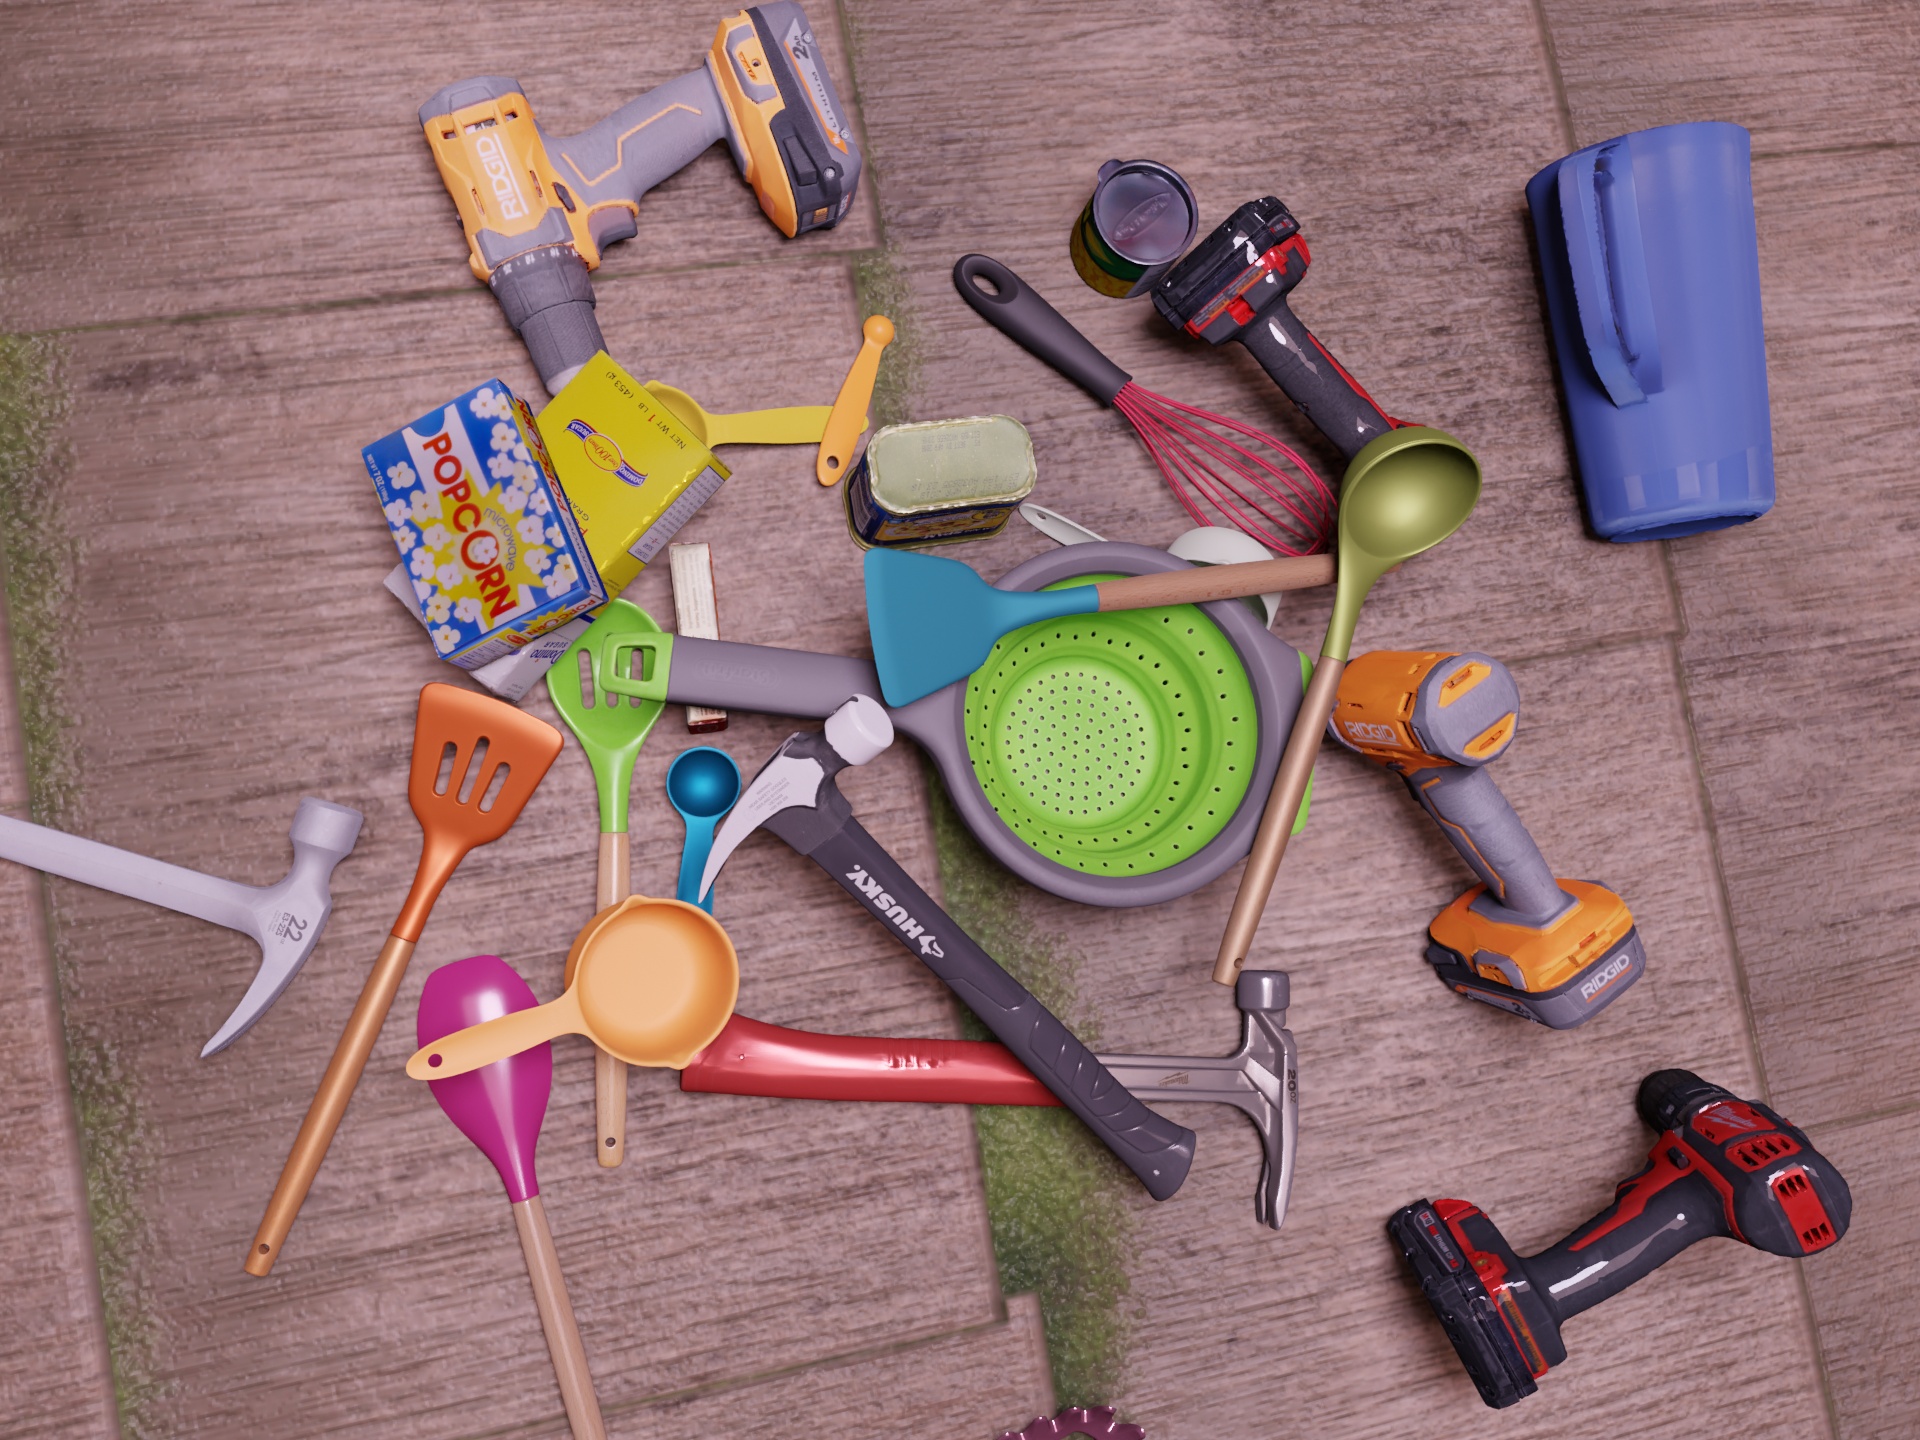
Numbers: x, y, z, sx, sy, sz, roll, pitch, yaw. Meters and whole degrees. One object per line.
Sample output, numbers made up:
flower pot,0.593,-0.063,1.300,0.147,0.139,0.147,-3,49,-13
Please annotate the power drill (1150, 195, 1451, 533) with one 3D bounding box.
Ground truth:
power drill,0.222,-0.205,0.960,0.078,0.143,0.219,-39,93,29

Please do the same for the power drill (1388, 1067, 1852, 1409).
power drill,0.371,0.282,0.922,0.226,0.188,0.080,-28,95,5

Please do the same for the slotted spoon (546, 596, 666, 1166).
slotted spoon,-0.196,0.089,0.887,0.070,0.031,0.314,0,85,-9

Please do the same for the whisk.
whisk,0.113,-0.189,0.971,0.296,0.073,0.073,39,77,2

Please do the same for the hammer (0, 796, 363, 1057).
hammer,-0.532,0.054,0.818,0.405,0.035,0.144,19,80,-9

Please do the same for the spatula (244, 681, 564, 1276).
spatula,-0.310,0.139,0.850,0.081,0.041,0.323,23,80,-9

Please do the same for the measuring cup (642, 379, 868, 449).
measuring cup,-0.131,-0.169,0.938,0.156,0.029,0.062,-8,85,-24

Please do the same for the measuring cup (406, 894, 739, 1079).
measuring cup,-0.205,0.150,0.837,0.173,0.052,0.095,-18,94,-22

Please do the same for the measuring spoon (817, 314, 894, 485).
measuring spoon,-0.062,-0.192,0.950,0.021,0.011,0.117,24,73,-21

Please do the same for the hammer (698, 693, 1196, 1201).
hammer,0.006,0.144,0.857,0.146,0.035,0.334,-38,104,26

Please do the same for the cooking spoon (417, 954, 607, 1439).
cooking spoon,-0.228,0.284,0.860,0.068,0.017,0.319,-16,86,-12

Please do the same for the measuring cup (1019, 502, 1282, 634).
measuring cup,0.117,-0.103,0.962,0.167,0.083,0.038,27,61,10

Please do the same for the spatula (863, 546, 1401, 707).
spatula,0.101,-0.068,0.861,0.317,0.044,0.082,-9,91,-14

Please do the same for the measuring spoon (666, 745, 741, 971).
measuring spoon,-0.150,0.078,0.906,0.042,0.021,0.128,5,91,-12

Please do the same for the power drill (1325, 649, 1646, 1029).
power drill,0.290,0.059,0.936,0.084,0.164,0.226,-34,103,-13

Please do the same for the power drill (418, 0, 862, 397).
power drill,-0.173,-0.297,0.915,0.226,0.084,0.185,-21,90,-9

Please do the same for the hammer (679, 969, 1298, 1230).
hammer,0.021,0.212,0.911,0.359,0.036,0.149,4,82,-11

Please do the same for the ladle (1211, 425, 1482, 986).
ladle,0.200,-0.006,0.858,0.078,0.062,0.320,21,87,-28

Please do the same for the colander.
colander,-0.001,-0.003,0.901,0.397,0.094,0.204,7,80,-10

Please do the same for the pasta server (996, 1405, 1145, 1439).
pasta server,-0.052,0.430,0.868,0.316,0.040,0.060,-7,72,-11
